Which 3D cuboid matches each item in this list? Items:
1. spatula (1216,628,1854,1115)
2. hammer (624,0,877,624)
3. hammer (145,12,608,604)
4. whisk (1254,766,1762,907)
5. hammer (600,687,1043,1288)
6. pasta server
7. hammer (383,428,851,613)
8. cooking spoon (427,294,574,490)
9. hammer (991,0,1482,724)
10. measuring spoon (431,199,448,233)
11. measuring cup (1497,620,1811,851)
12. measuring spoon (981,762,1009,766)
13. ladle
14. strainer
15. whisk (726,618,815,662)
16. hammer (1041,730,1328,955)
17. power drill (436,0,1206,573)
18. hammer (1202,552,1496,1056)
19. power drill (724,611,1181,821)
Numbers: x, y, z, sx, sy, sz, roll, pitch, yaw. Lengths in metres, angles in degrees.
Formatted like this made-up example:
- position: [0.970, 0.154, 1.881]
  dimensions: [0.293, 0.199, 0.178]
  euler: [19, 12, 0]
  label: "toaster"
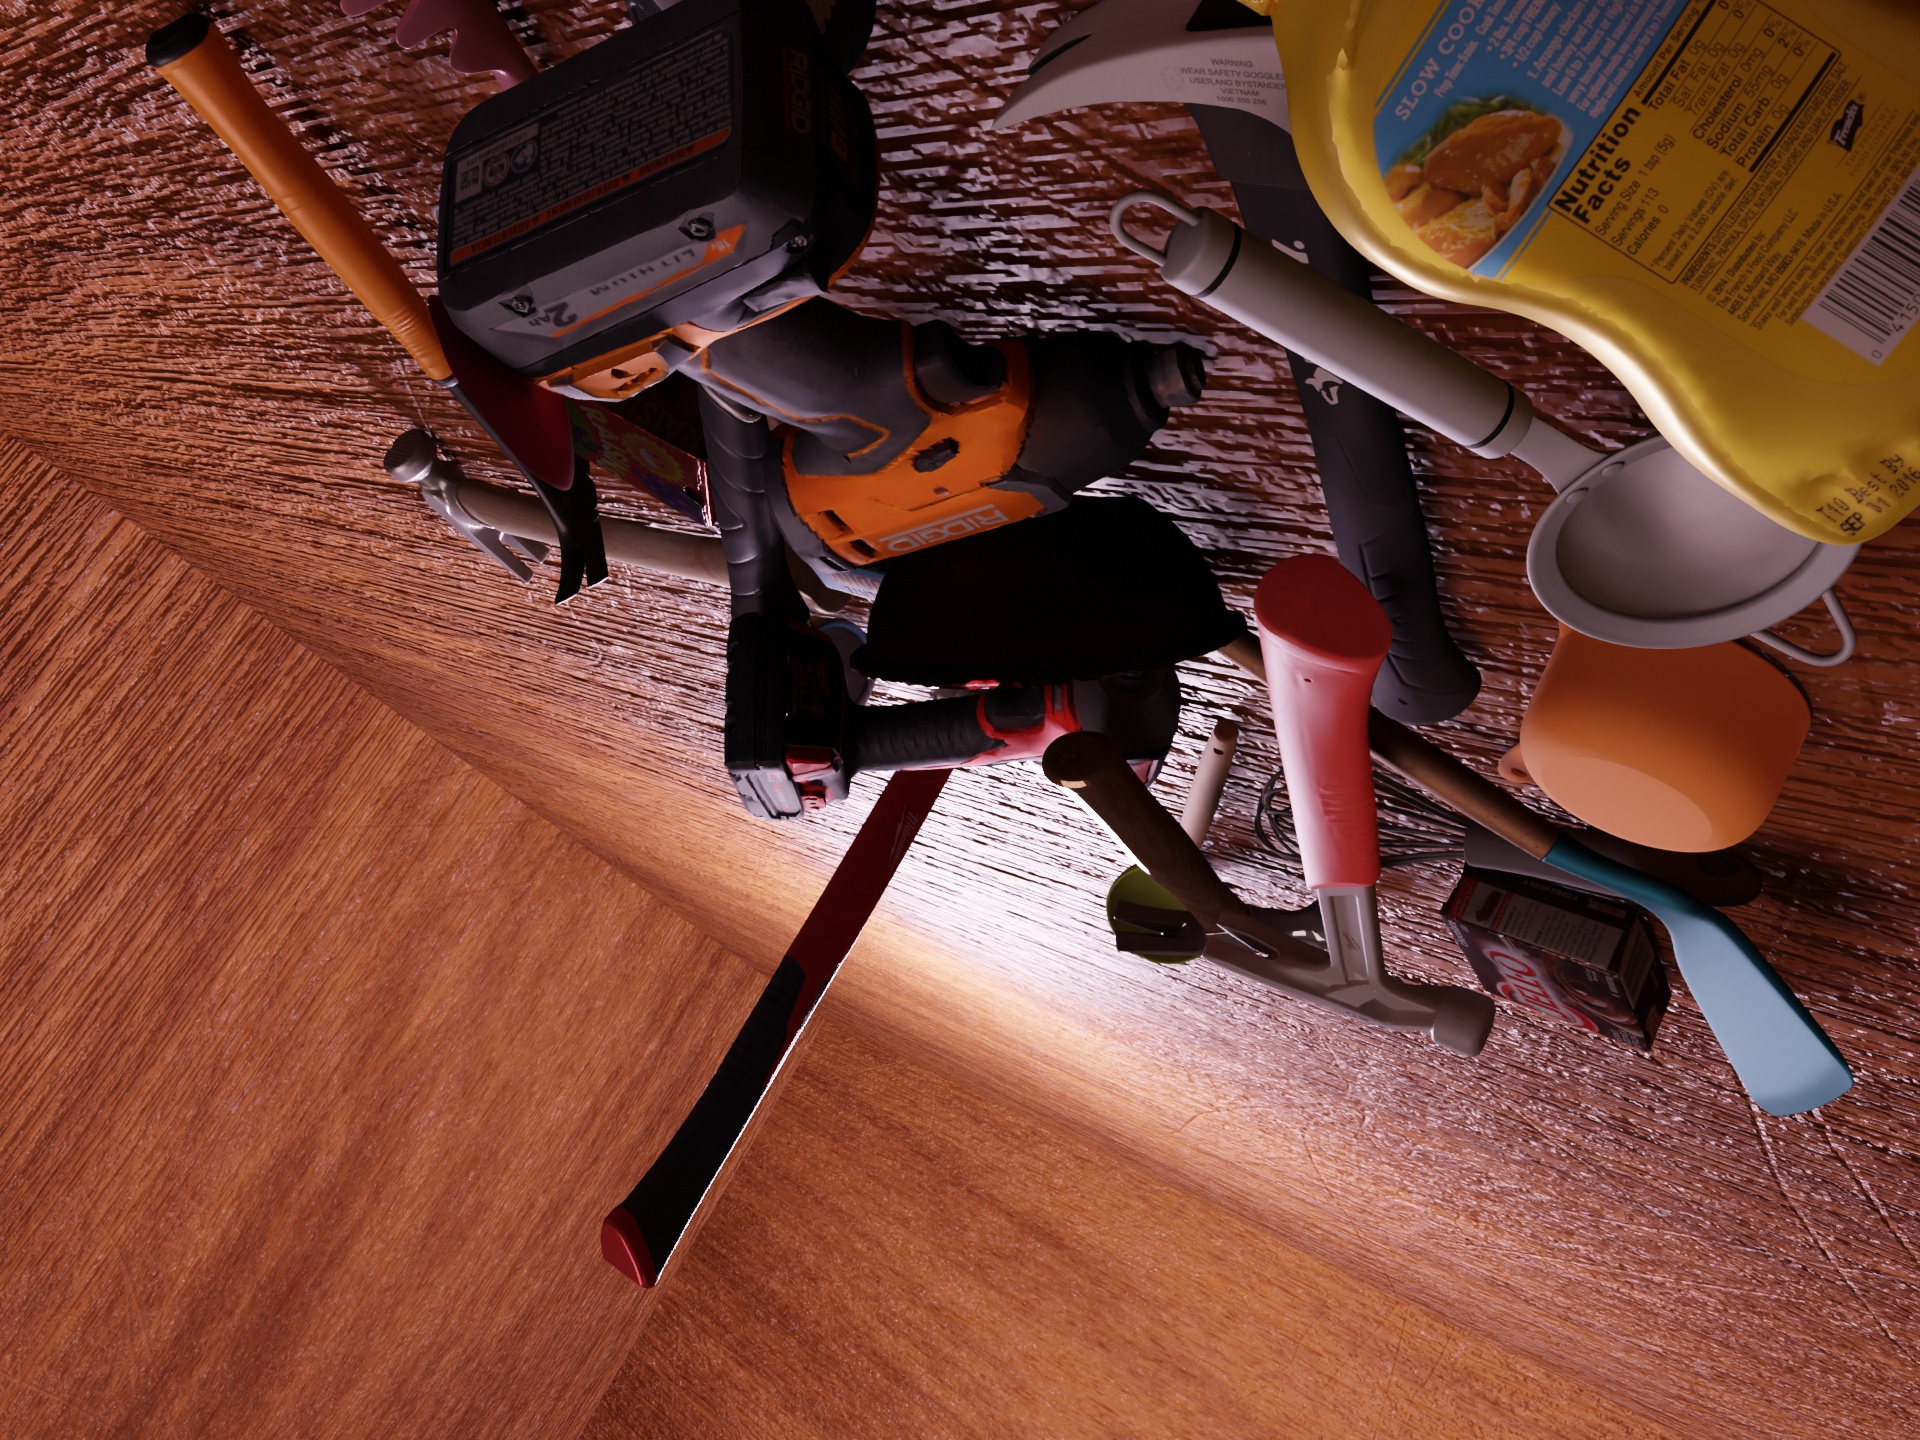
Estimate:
- position: [0.217, 0.045, 0.660]
  dimensions: [0.318, 0.044, 0.082]
  euler: [35, 165, 17]
  label: "spatula"
- position: [-0.099, -0.147, 0.640]
  dimensions: [0.149, 0.036, 0.408]
  euler: [28, 155, 12]
  label: "hammer"
- position: [-0.285, -0.203, 0.818]
  dimensions: [0.336, 0.034, 0.127]
  euler: [57, -170, -47]
  label: "hammer"
- position: [0.236, 0.053, 0.722]
  dimensions: [0.239, 0.055, 0.055]
  euler: [8, 153, 43]
  label: "whisk"
- position: [-0.074, 0.140, 0.900]
  dimensions: [0.038, 0.386, 0.143]
  euler: [17, 158, 39]
  label: "hammer"
- position: [-0.149, -0.209, 0.637]
  dimensions: [0.315, 0.040, 0.060]
  euler: [50, -163, -53]
  label: "pasta server"
- position: [-0.218, -0.113, 1.039]
  dimensions: [0.411, 0.038, 0.146]
  euler: [16, 160, 40]
  label: "hammer"
- position: [-0.150, -0.145, 0.585]
  dimensions: [0.068, 0.017, 0.319]
  euler: [55, -174, -23]
  label: "cooking spoon"
- position: [0.122, -0.091, 0.510]
  dimensions: [0.146, 0.035, 0.334]
  euler: [20, 160, 32]
  label: "hammer"
- position: [-0.188, -0.211, 0.749]
  dimensions: [0.124, 0.018, 0.034]
  euler: [30, 165, -20]
  label: "measuring spoon"
- position: [0.236, 0.019, 0.596]
  dimensions: [0.095, 0.052, 0.173]
  euler: [31, 163, 1]
  label: "measuring cup"
- position: [-0.002, 0.018, 1.083]
  dimensions: [0.129, 0.021, 0.042]
  euler: [-2, 122, 47]
  label: "measuring spoon"
- position: [0.134, 0.077, 0.945]
  dimensions: [0.078, 0.062, 0.320]
  euler: [22, 159, 10]
  label: "ladle"
- position: [0.144, -0.077, 0.412]
  dimensions: [0.258, 0.050, 0.087]
  euler: [20, 140, -26]
  label: "strainer"
- position: [-0.106, -0.078, 0.841]
  dimensions: [0.051, 0.047, 0.244]
  euler: [28, 152, 18]
  label: "whisk"
- position: [0.112, 0.076, 0.849]
  dimensions: [0.130, 0.031, 0.331]
  euler: [-9, 155, 21]
  label: "hammer"
- position: [-0.030, -0.123, 0.503]
  dimensions: [0.164, 0.084, 0.226]
  euler: [-13, 158, 26]
  label: "power drill"
- position: [0.154, 0.047, 0.685]
  dimensions: [0.149, 0.037, 0.358]
  euler: [18, 156, 27]
  label: "hammer"
- position: [-0.001, -0.003, 0.787]
  dimensions: [0.219, 0.079, 0.143]
  euler: [-1, 162, 0]
  label: "power drill"
